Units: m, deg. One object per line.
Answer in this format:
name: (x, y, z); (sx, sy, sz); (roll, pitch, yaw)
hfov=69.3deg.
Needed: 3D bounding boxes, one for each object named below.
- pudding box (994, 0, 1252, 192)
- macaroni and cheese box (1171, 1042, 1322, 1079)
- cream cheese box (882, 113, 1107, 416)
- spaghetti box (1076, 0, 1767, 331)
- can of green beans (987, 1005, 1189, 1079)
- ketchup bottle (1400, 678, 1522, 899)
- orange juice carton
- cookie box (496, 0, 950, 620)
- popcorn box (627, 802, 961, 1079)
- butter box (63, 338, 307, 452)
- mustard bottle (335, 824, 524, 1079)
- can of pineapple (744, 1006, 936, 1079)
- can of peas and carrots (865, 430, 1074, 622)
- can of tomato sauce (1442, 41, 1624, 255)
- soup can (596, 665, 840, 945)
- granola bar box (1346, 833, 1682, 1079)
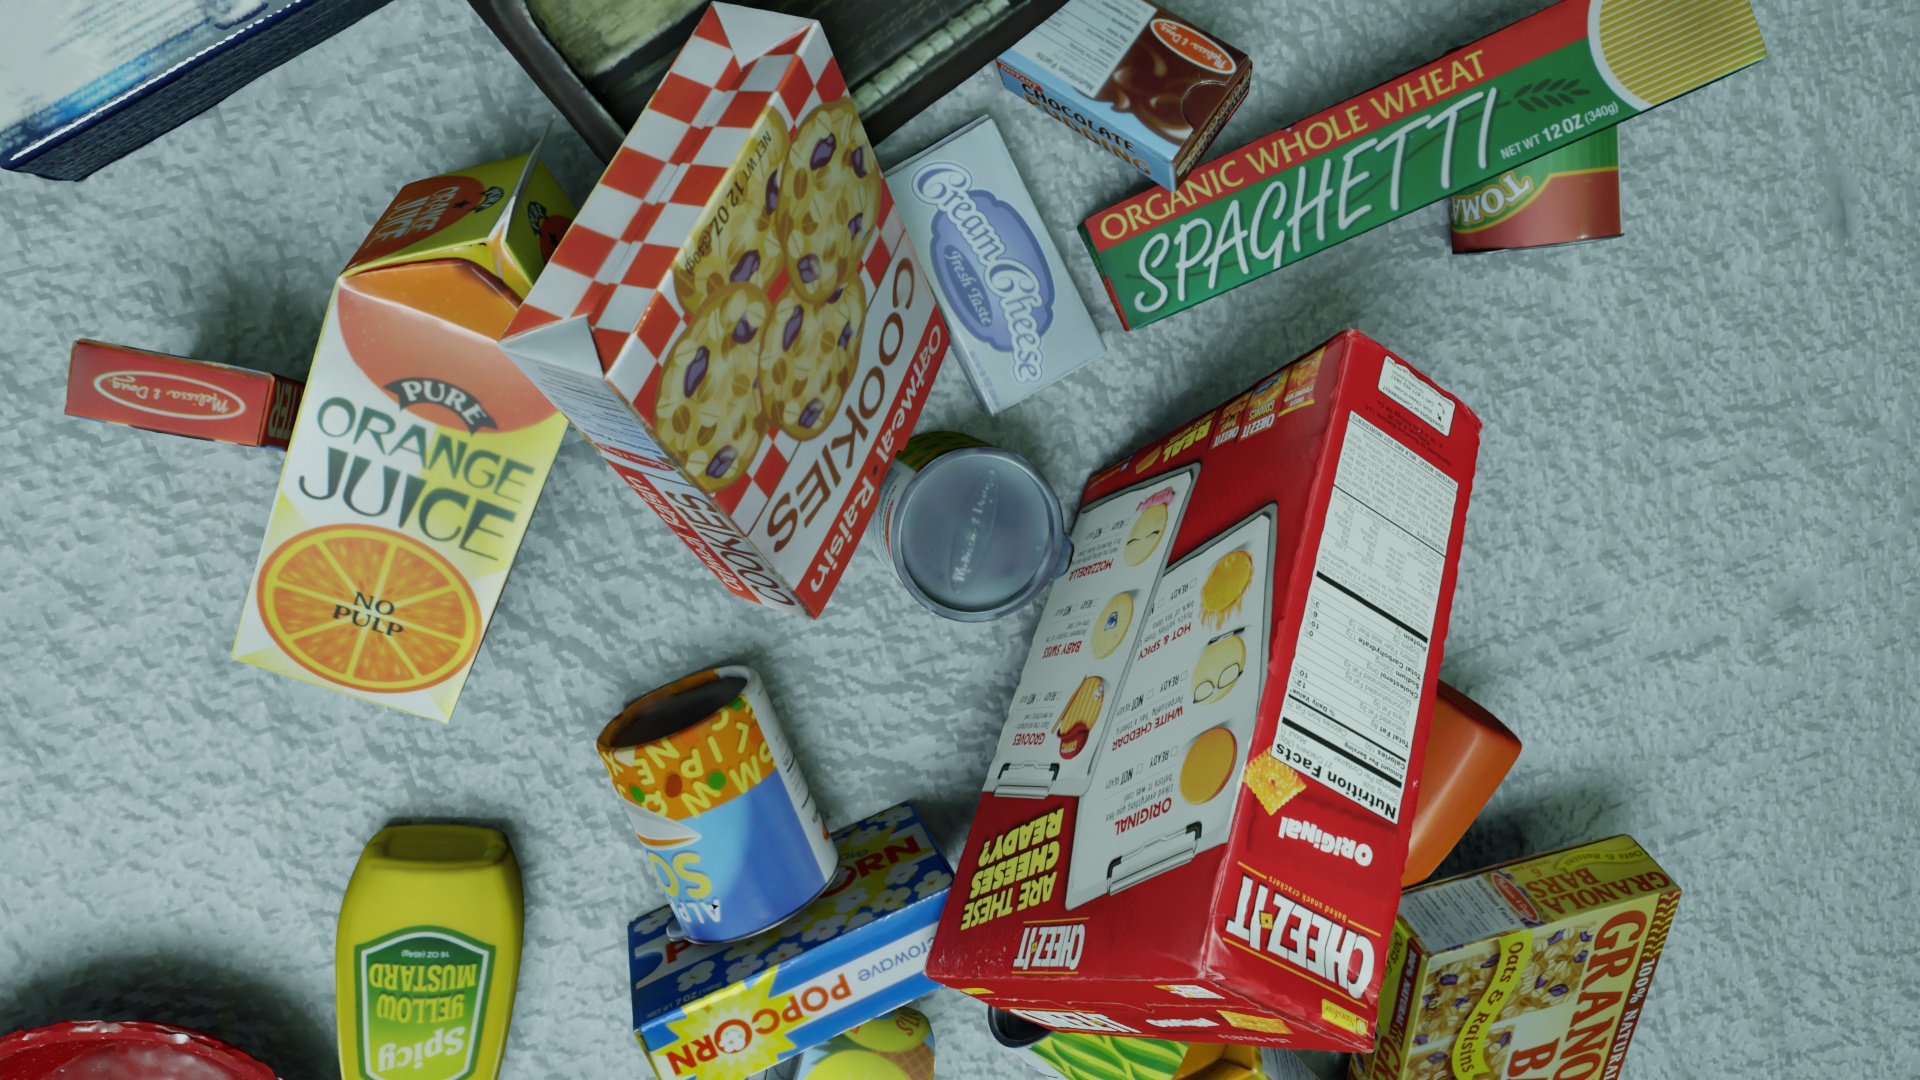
pudding box: (0.060, -0.174, 0.517); (0.084, 0.030, 0.049); (35, 89, 14)
macaroni and cheese box: (0.126, 0.290, 0.610); (0.123, 0.040, 0.166); (-36, 109, 21)
cream cheese box: (0.010, -0.105, 0.539); (0.053, 0.024, 0.103); (-31, 106, -8)
spaghetti box: (0.168, -0.150, 0.525); (0.250, 0.029, 0.050); (-23, 97, 11)
can of green beans: (0.055, 0.197, 0.584); (0.057, 0.071, 0.071); (42, 88, -18)
ketchup bottle: (0.179, 0.131, 0.609); (0.043, 0.065, 0.148); (25, 102, -26)
orange juice carton: (-0.164, -0.040, 0.442); (0.073, 0.072, 0.191); (21, 121, -18)
cookie box: (-0.060, -0.062, 0.443); (0.040, 0.167, 0.123); (17, 70, 21)
popcorn box: (-0.061, 0.155, 0.536); (0.127, 0.085, 0.038); (-22, 106, -10)
butter box: (-0.238, -0.044, 0.444); (0.053, 0.103, 0.024); (10, 89, -14)
mustard bottle: (-0.201, 0.189, 0.524); (0.065, 0.049, 0.160); (4, 99, -14)
can of pineapple: (-0.049, 0.214, 0.560); (0.058, 0.071, 0.071); (22, 94, -18)
can of peas and carrots: (0.002, -0.007, 0.537); (0.071, 0.059, 0.070); (-3, 101, -15)
can of tomato sauce: (0.231, -0.161, 0.565); (0.071, 0.071, 0.083); (-10, 102, -13)
soup can: (-0.094, 0.100, 0.527); (0.071, 0.071, 0.083); (-24, 105, -9)
granola bar box: (0.241, 0.215, 0.623); (0.124, 0.039, 0.164); (-10, 123, -13)
